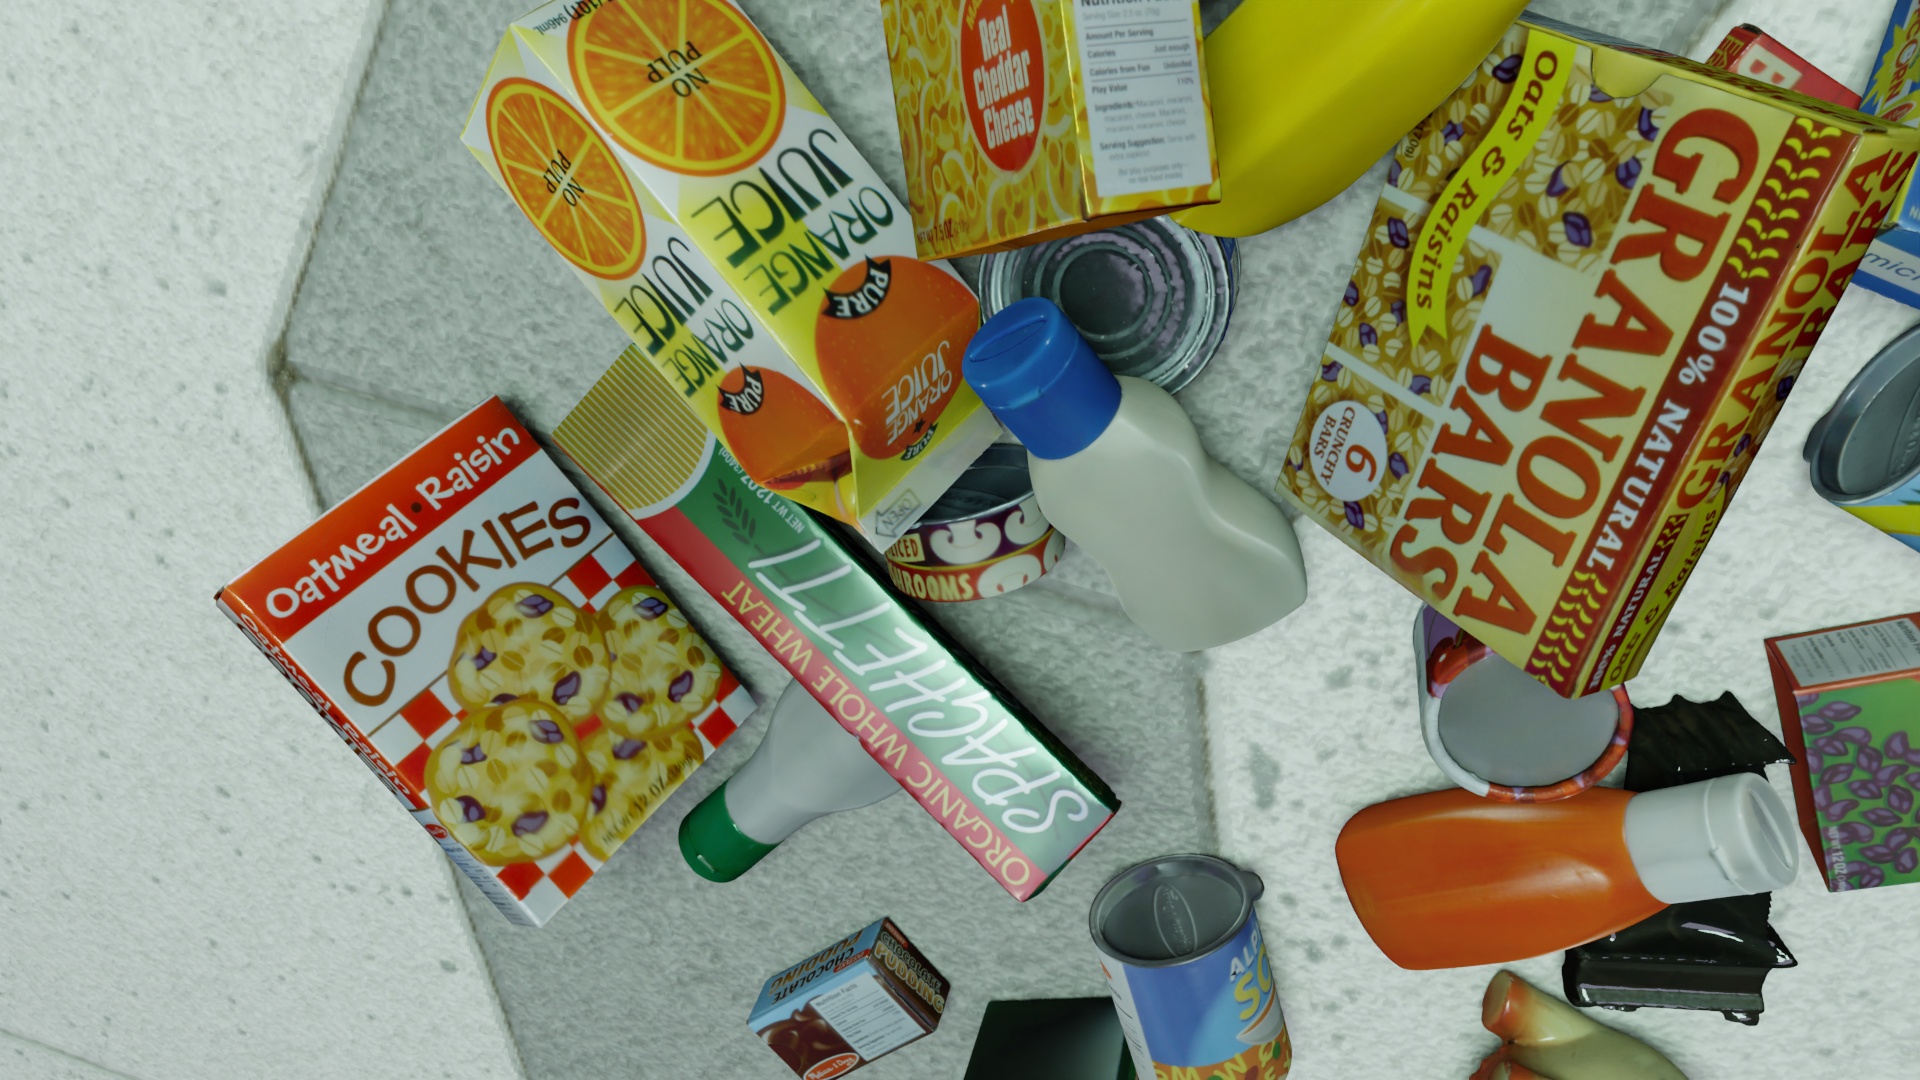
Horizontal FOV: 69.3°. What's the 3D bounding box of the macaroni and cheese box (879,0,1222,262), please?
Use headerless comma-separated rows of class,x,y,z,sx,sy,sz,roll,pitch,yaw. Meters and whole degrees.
macaroni and cheese box,0.013,-0.165,0.371,0.040,0.124,0.166,-11,100,-20

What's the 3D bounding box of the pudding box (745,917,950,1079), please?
pudding box,-0.052,0.215,0.642,0.083,0.030,0.049,-35,103,27

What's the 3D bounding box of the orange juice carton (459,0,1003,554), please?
orange juice carton,-0.066,-0.089,0.457,0.192,0.072,0.072,50,147,-9

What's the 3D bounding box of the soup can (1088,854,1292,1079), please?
soup can,0.097,0.181,0.565,0.071,0.072,0.083,-10,113,20

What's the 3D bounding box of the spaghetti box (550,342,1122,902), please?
spaghetti box,-0.047,0.028,0.513,0.250,0.029,0.050,44,97,7

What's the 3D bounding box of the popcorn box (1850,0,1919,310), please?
popcorn box,0.302,-0.092,0.365,0.127,0.038,0.085,22,83,0

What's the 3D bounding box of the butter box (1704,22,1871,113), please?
butter box,0.221,-0.096,0.420,0.053,0.024,0.103,32,120,-2

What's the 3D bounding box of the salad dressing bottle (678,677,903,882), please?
salad dressing bottle,-0.063,0.093,0.579,0.064,0.044,0.147,44,119,-9

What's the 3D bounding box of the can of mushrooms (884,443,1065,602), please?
can of mushrooms,0.002,-0.006,0.497,0.071,0.071,0.033,-4,116,17

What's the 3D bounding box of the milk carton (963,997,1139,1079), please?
milk carton,0.061,0.305,0.630,0.072,0.074,0.189,-8,113,19

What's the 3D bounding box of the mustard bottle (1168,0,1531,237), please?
mustard bottle,0.116,-0.145,0.377,0.159,0.065,0.049,-40,65,48

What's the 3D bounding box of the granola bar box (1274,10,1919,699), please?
granola bar box,0.169,-0.057,0.403,0.124,0.039,0.164,44,130,43

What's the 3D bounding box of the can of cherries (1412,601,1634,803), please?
can of cherries,0.193,0.046,0.477,0.071,0.059,0.071,6,117,13

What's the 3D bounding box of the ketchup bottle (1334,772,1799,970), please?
ketchup bottle,0.207,0.113,0.485,0.148,0.044,0.064,-27,93,47

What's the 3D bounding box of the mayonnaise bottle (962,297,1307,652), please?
mayonnaise bottle,0.057,-0.019,0.462,0.064,0.041,0.147,-24,131,27

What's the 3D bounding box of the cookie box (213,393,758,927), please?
cookie box,-0.179,0.045,0.541,0.167,0.123,0.040,52,146,-12

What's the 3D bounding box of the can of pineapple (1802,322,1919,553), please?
can of pineapple,0.300,-0.026,0.410,0.058,0.071,0.070,30,119,-1

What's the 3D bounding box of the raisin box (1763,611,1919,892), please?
raisin box,0.343,0.064,0.456,0.123,0.040,0.086,-14,110,20
